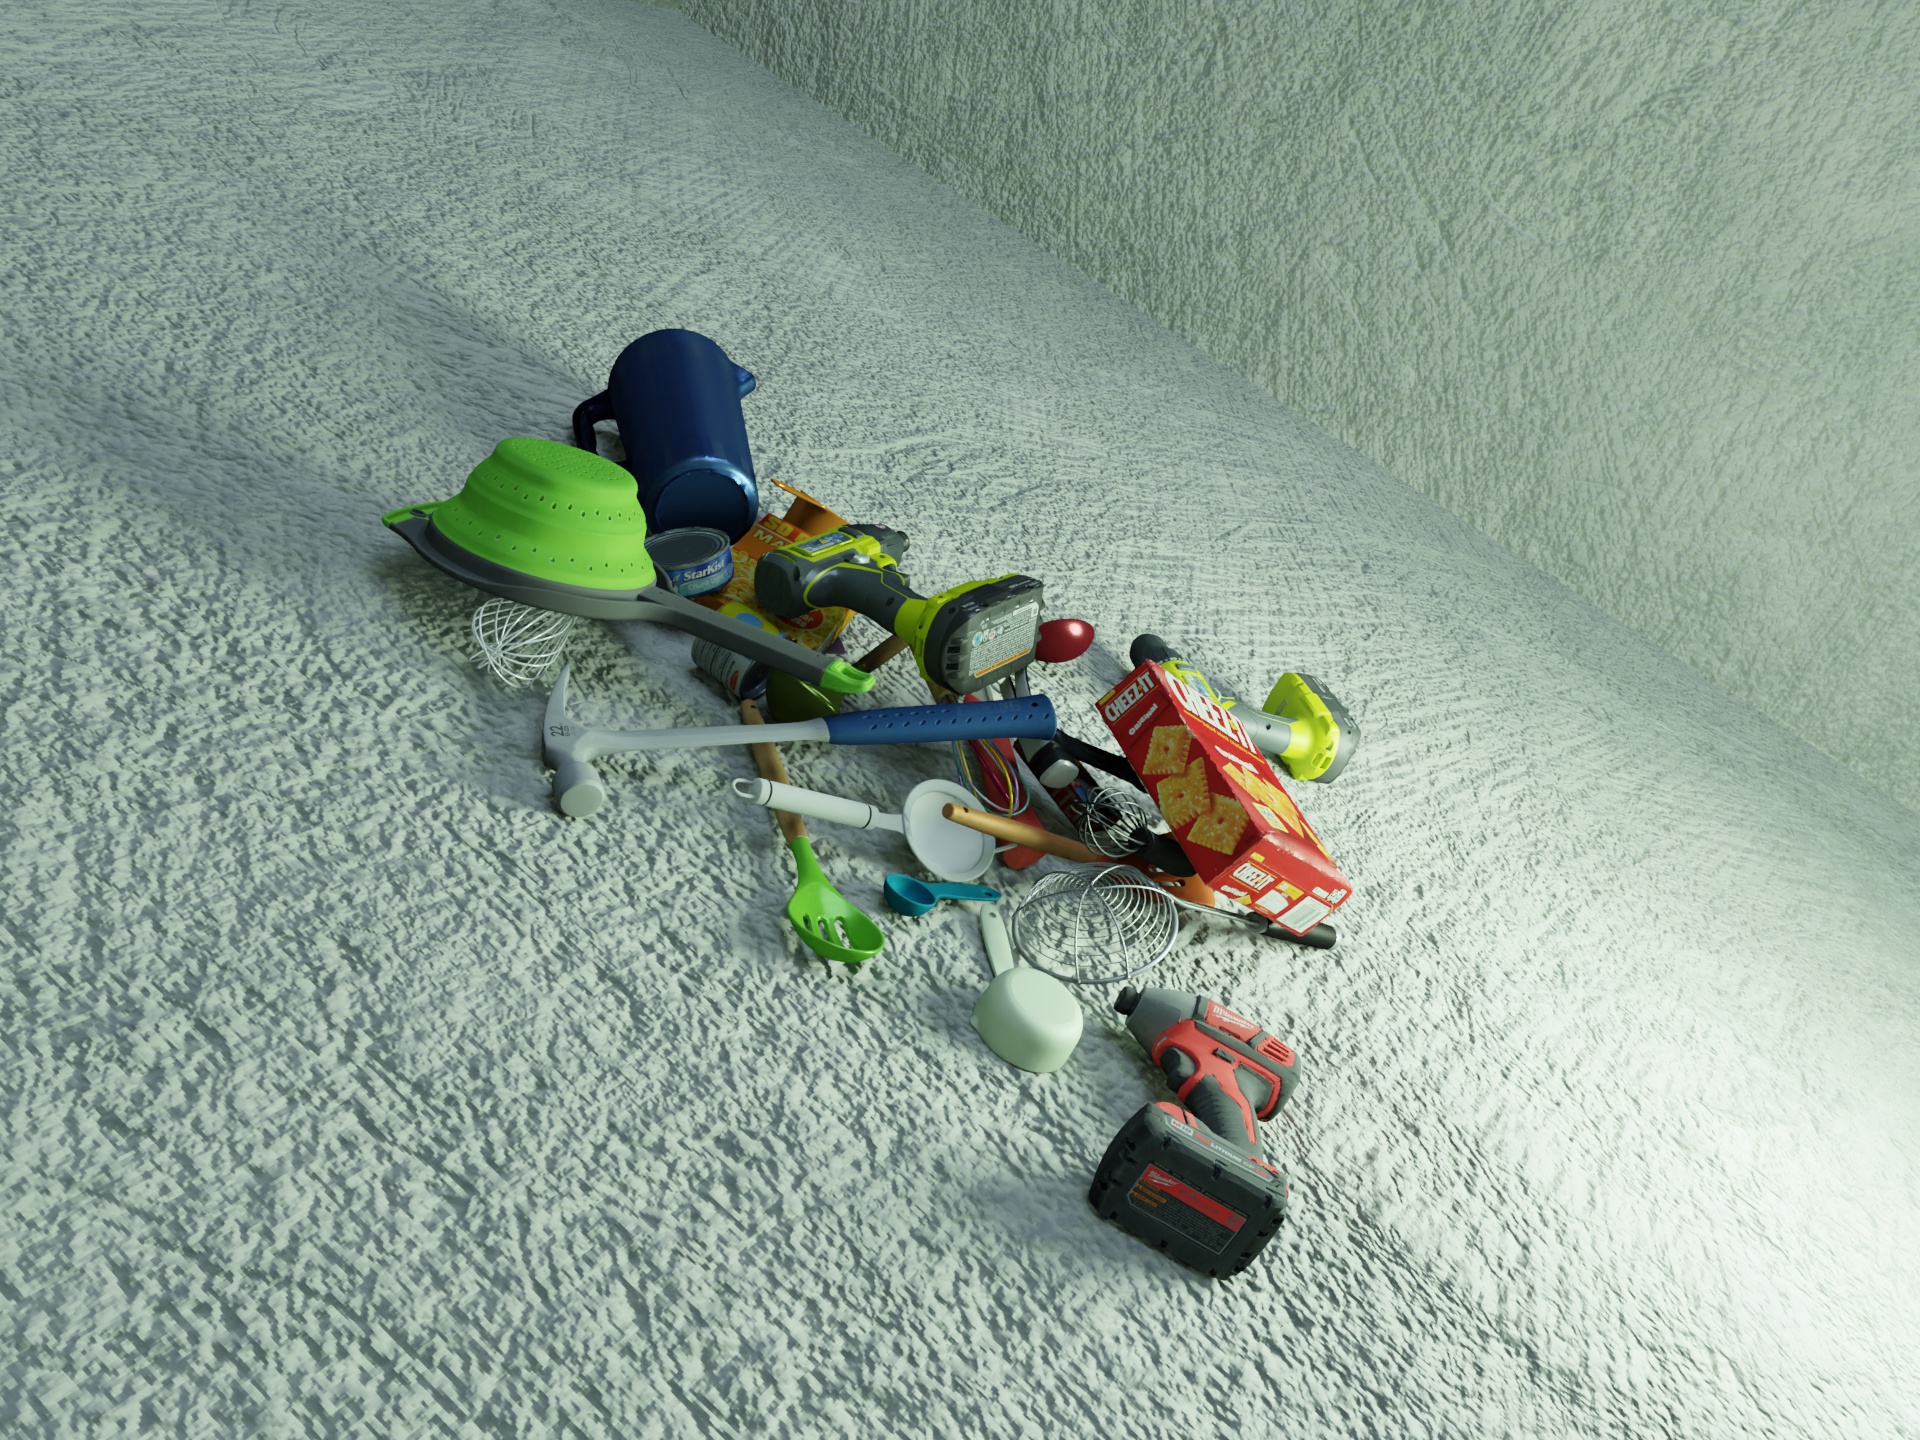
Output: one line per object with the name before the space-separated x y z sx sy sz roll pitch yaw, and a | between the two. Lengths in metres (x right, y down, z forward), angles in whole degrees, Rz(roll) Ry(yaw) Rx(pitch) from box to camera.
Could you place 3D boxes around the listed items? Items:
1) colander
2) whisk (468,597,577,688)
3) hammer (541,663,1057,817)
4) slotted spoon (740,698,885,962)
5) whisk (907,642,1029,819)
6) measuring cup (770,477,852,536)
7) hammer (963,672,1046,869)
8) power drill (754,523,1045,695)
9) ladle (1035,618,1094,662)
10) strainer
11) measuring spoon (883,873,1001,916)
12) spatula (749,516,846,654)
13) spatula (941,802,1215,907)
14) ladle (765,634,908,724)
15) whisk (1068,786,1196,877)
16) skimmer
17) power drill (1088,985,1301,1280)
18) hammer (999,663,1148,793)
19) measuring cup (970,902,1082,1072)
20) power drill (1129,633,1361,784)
colander | -0.241 -0.130 1.233 0.397 0.094 0.204 22 17 5
whisk | -0.316 -0.092 1.281 0.070 0.070 0.285 29 22 0
hammer | -0.117 0.004 1.222 0.405 0.035 0.144 -3 38 -24
slotted spoon | -0.126 0.078 1.198 0.070 0.031 0.314 12 30 -30
whisk | -0.001 -0.006 1.355 0.051 0.047 0.245 -20 51 -7
measuring cup | -0.152 -0.190 1.546 0.095 0.052 0.173 36 6 23
hammer | 0.018 0.007 1.443 0.149 0.036 0.359 18 29 -20
power drill | -0.043 -0.111 1.380 0.223 0.080 0.171 26 34 32
ladle | -0.008 -0.104 1.600 0.315 0.069 0.031 12 49 -19
strainer | -0.066 0.075 1.212 0.258 0.050 0.087 17 55 -37
measuring spoon | -0.013 0.138 1.218 0.128 0.021 0.042 10 24 -50
spatula | -0.188 -0.162 1.555 0.059 0.018 0.316 5 36 -34
spatula | 0.099 0.102 1.304 0.322 0.041 0.081 21 42 -47
ladle | -0.072 -0.063 1.416 0.078 0.062 0.320 39 35 7
whisk | 0.148 0.096 1.272 0.055 0.055 0.238 46 9 30
skimmer | 0.195 0.183 1.318 0.363 0.090 0.127 17 15 -43
power drill | 0.161 0.266 1.099 0.143 0.078 0.220 30 24 1
hammer | 0.172 0.051 1.437 0.336 0.034 0.127 24 32 -39
measuring cup | 0.043 0.182 1.163 0.083 0.038 0.168 16 32 -24
power drill | 0.296 -0.015 1.704 0.228 0.080 0.191 10 33 -27
